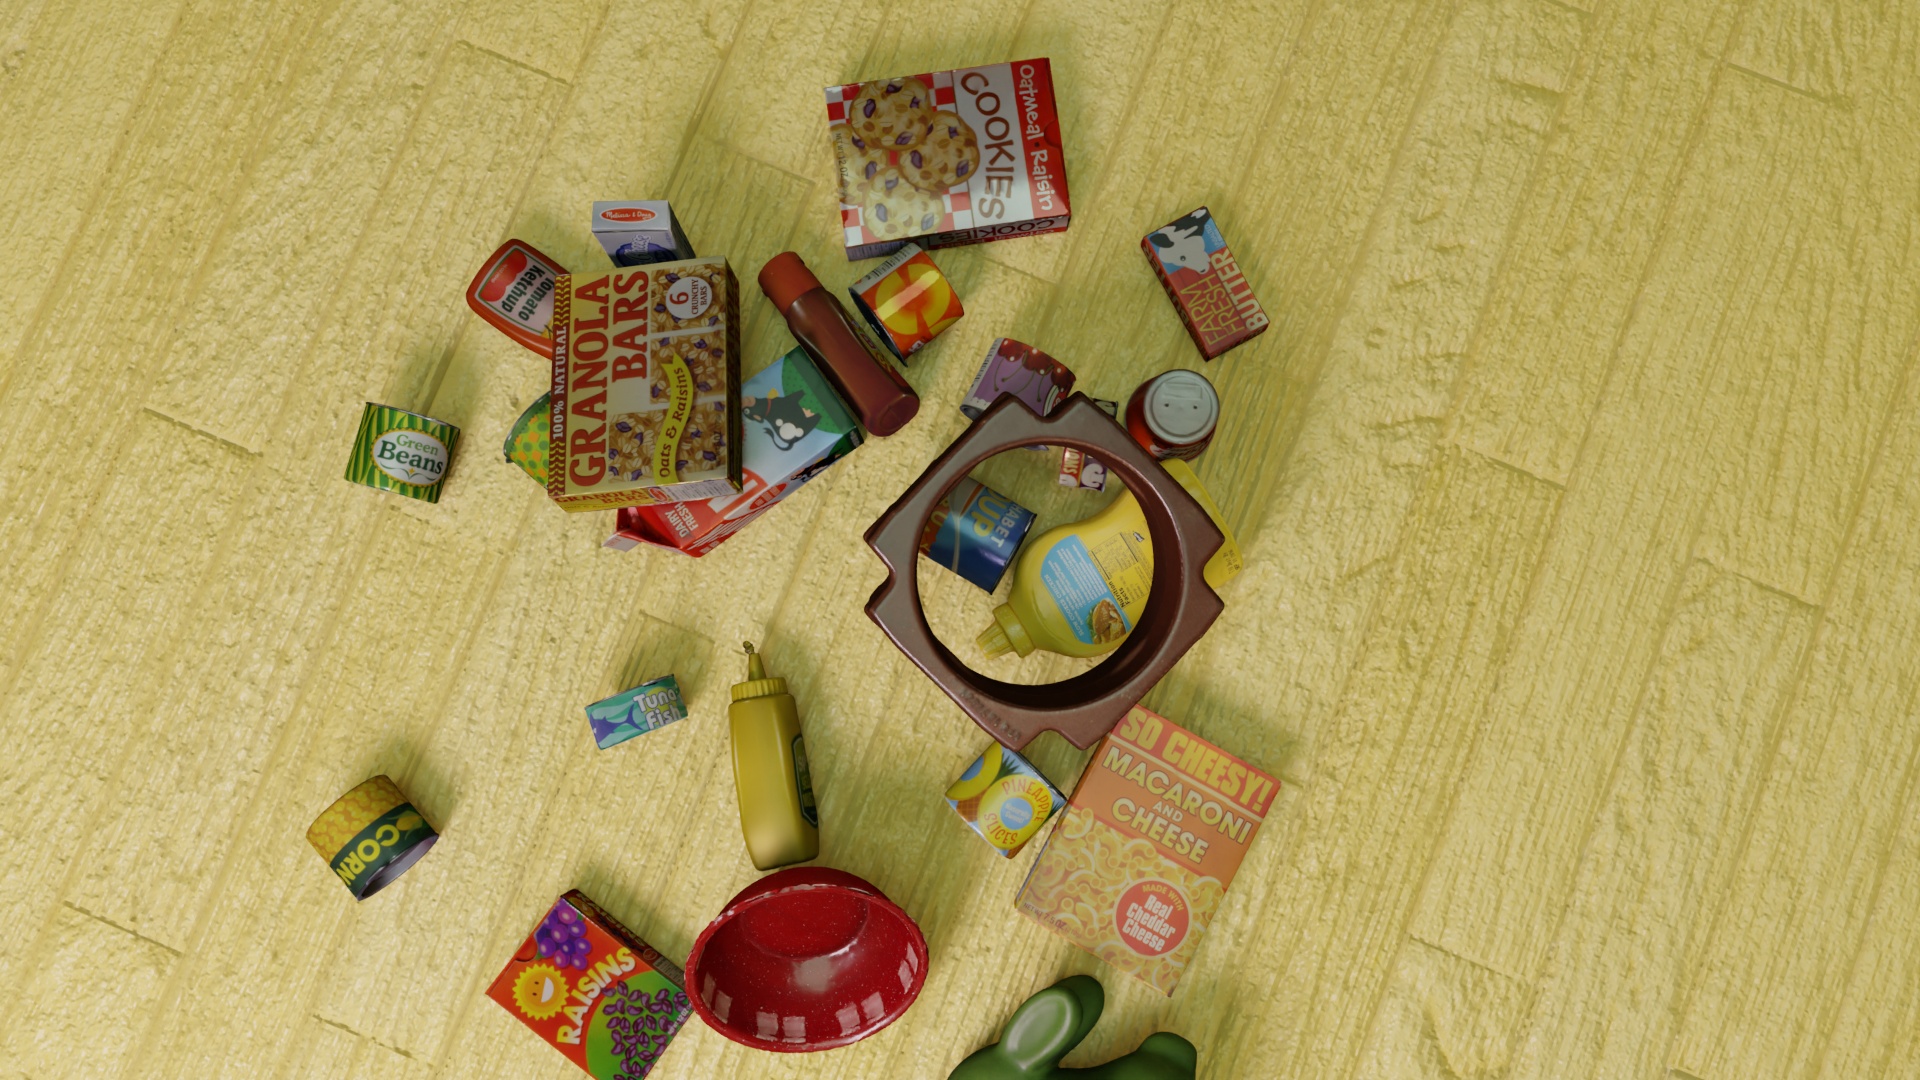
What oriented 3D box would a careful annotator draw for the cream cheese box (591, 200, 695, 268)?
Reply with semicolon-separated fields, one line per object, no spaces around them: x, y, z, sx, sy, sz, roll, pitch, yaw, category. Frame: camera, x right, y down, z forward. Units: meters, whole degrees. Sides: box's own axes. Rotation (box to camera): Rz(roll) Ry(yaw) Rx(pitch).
-0.223;-0.210;0.987;0.053;0.103;0.024;0;81;-1;cream cheese box

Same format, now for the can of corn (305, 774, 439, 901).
-0.409;0.205;0.962;0.071;0.071;0.058;-43;85;-3;can of corn

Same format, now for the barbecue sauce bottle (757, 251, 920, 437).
-0.090;-0.144;1.003;0.043;0.065;0.149;-39;77;1;barbecue sauce bottle

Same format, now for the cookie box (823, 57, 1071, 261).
-0.009;-0.281;1.025;0.167;0.040;0.123;-8;84;-1;cookie box

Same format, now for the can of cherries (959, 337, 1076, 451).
0.044;-0.104;0.994;0.071;0.071;0.058;27;84;3;can of cherries

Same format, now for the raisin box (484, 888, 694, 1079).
-0.252;0.315;0.967;0.123;0.040;0.086;36;87;4;raisin box

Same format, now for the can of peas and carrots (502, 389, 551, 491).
-0.283;-0.065;0.992;0.059;0.071;0.071;39;86;3;can of peas and carrots

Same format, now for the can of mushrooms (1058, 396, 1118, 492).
0.091;-0.069;0.988;0.033;0.071;0.071;10;85;3;can of mushrooms

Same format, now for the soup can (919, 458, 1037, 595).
0.004;-0.012;0.983;0.084;0.071;0.071;30;86;3;soup can

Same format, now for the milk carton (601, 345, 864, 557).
-0.168;-0.049;0.986;0.191;0.072;0.073;-35;85;-3;milk carton

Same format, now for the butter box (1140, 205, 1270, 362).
0.180;-0.189;1.023;0.053;0.024;0.103;-27;85;-3;butter box

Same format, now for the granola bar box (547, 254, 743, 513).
-0.213;-0.106;0.945;0.124;0.039;0.166;-6;70;5;granola bar box

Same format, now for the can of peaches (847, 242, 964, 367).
-0.037;-0.170;1.002;0.058;0.071;0.071;-38;86;-4;can of peaches

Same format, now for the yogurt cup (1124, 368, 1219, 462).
0.155;-0.091;0.998;0.072;0.054;0.072;0;84;0;yogurt cup

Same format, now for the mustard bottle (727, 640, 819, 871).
-0.134;0.147;0.972;0.049;0.065;0.160;-11;81;4;mustard bottle

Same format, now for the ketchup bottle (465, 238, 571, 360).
-0.282;-0.155;1.012;0.149;0.043;0.065;35;79;3;ketchup bottle

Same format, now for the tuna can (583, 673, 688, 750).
-0.225;0.119;0.971;0.071;0.071;0.033;-21;87;-2;tuna can

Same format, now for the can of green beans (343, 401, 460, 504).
-0.398;-0.062;0.991;0.071;0.071;0.058;14;85;2;can of green beans

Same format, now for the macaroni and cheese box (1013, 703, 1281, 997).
0.130;0.212;0.975;0.124;0.040;0.166;29;86;3;macaroni and cheese box

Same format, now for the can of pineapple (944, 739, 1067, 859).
0.032;0.179;0.964;0.071;0.071;0.058;43;87;4;can of pineapple
